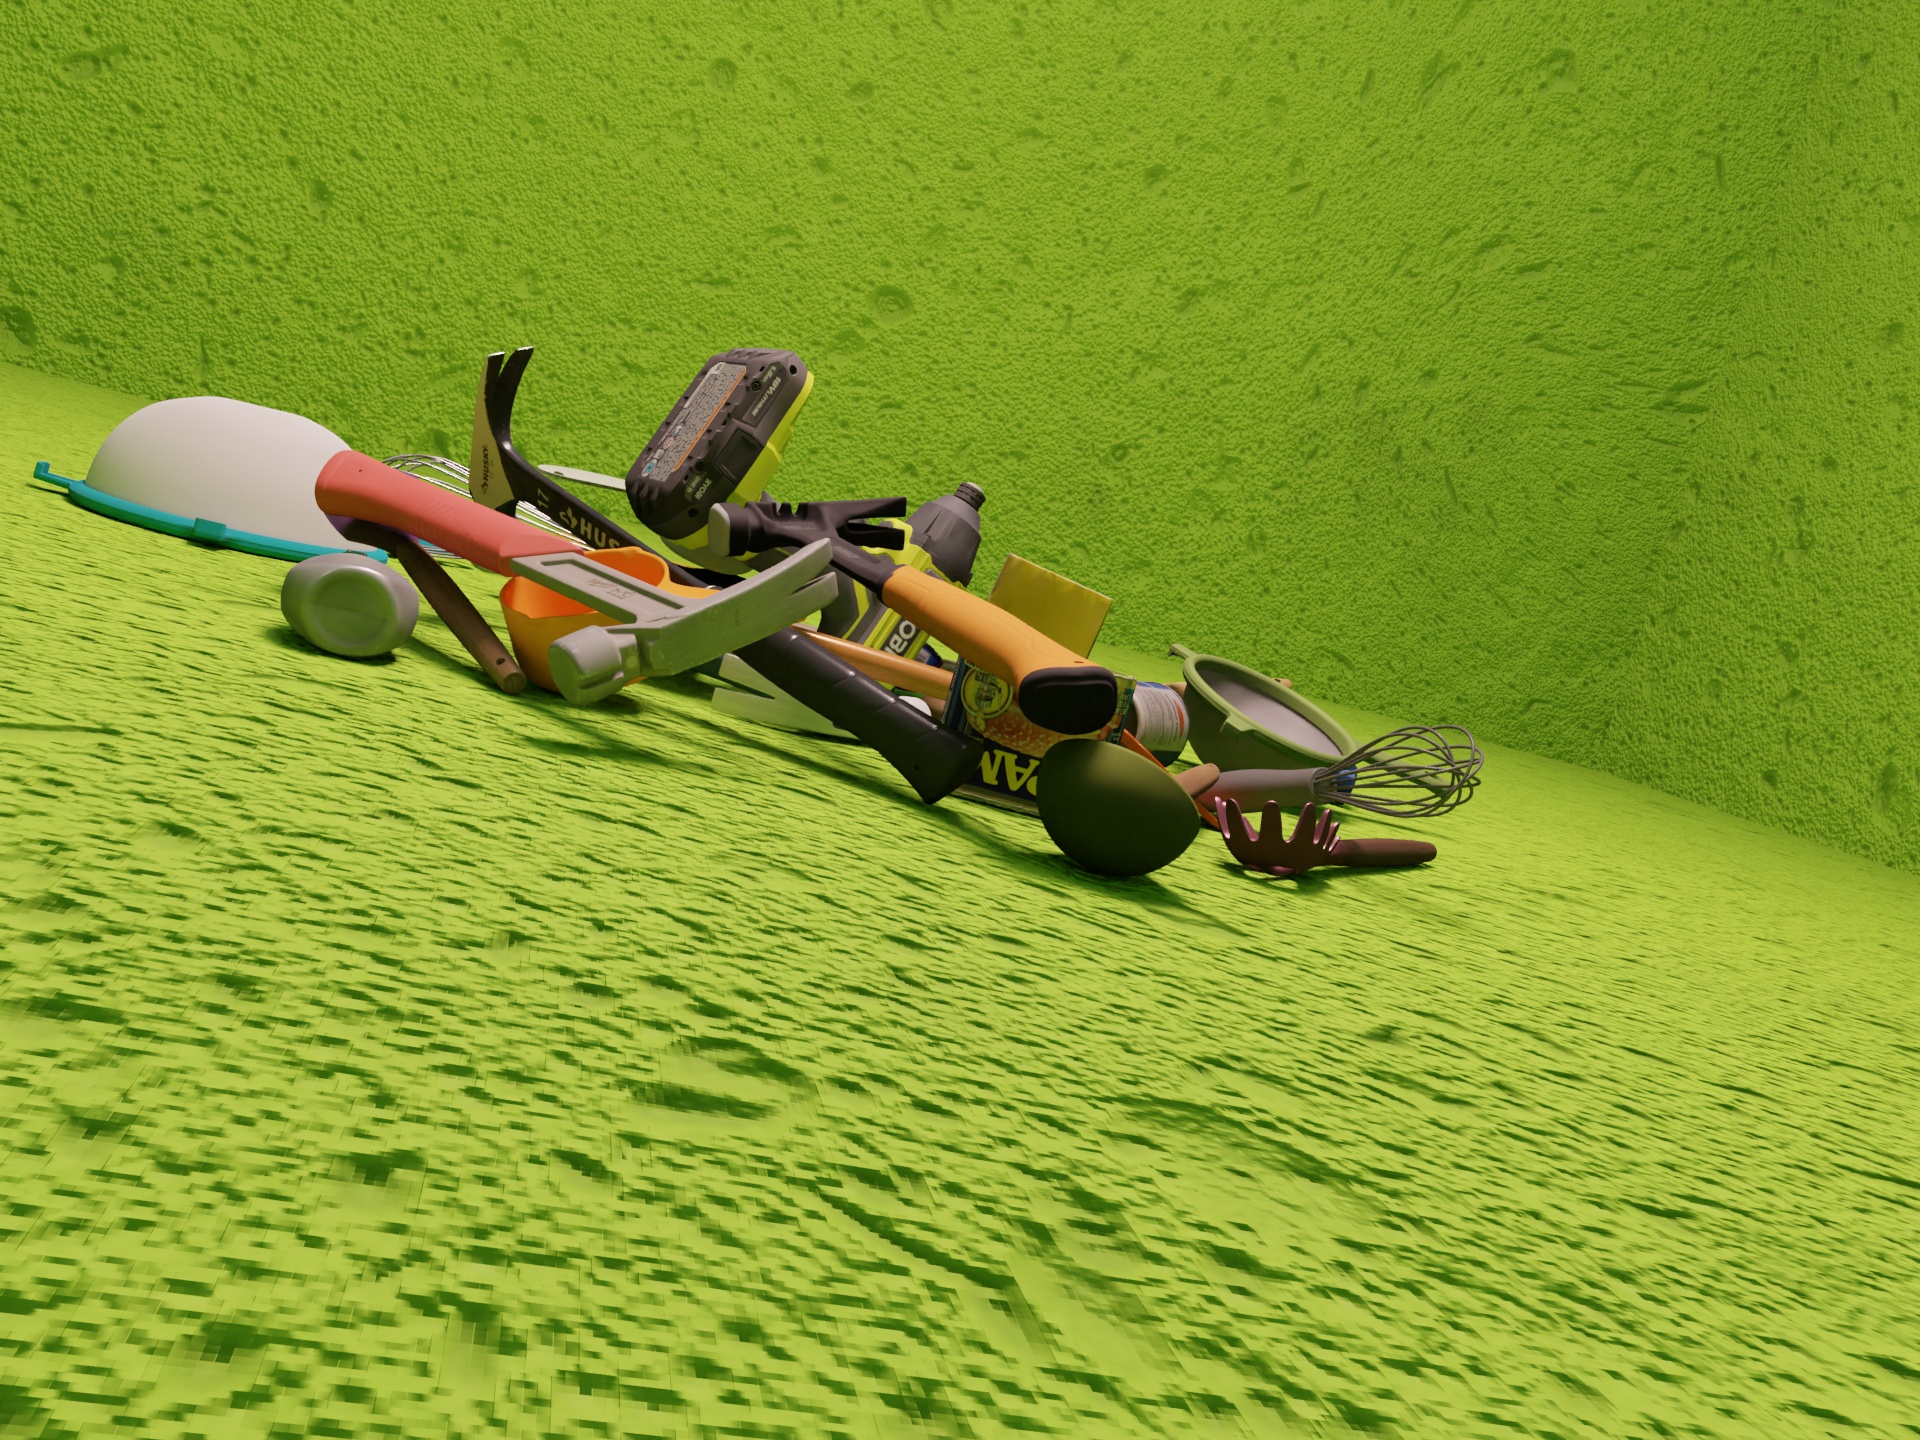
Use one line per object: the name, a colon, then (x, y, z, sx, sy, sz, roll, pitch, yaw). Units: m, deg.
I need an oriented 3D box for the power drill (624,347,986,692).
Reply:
power drill: (-0.088, -0.131, 1.028, 0.223, 0.171, 0.080, 40, -11, -36)

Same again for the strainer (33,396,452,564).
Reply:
strainer: (-0.478, -0.178, 1.188, 0.211, 0.095, 0.340, 18, 8, 26)

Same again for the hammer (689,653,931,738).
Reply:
hammer: (-0.179, -0.045, 1.018, 0.331, 0.033, 0.128, 20, 7, 38)

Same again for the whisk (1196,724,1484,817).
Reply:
whisk: (0.216, 0.036, 0.950, 0.055, 0.055, 0.239, 12, -11, -29)

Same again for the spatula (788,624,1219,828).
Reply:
spatula: (0.017, -0.003, 0.959, 0.322, 0.041, 0.081, 17, 12, -16)

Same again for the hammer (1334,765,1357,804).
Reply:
hammer: (0.133, -0.024, 1.322, 0.405, 0.035, 0.144, 22, 15, 3)

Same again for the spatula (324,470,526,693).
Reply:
spatula: (-0.301, -0.087, 0.895, 0.060, 0.018, 0.316, -30, 39, -18)

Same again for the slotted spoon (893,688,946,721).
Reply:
slotted spoon: (-0.002, -0.004, 1.103, 0.314, 0.031, 0.070, 19, 2, 20)

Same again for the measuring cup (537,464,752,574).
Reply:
measuring cup: (-0.204, -0.133, 1.050, 0.167, 0.038, 0.083, 10, 23, -35)

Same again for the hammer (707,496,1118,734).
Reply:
hammer: (-0.016, -0.064, 0.833, 0.127, 0.034, 0.337, -6, 23, -28)

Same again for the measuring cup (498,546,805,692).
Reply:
measuring cup: (-0.154, -0.044, 0.820, 0.174, 0.052, 0.095, 9, 31, 21)

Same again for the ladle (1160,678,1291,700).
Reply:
ladle: (0.135, -0.020, 1.250, 0.315, 0.031, 0.069, -4, 46, -28)

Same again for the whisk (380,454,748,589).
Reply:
whisk: (-0.261, -0.116, 1.068, 0.284, 0.070, 0.070, 17, 6, -11)

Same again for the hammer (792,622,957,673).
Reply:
hammer: (-0.018, -0.042, 1.355, 0.410, 0.038, 0.146, 13, 5, -23)

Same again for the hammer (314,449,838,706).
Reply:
hammer: (-0.230, -0.095, 0.832, 0.149, 0.036, 0.359, -28, 36, -36)

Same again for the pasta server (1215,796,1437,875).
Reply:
pasta server: (0.233, 0.071, 0.947, 0.060, 0.040, 0.316, 2, -3, 33)

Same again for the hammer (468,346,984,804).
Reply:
hammer: (-0.144, -0.072, 0.869, 0.409, 0.149, 0.036, 33, 40, 30)

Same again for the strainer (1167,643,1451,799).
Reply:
strainer: (0.270, 0.033, 1.237, 0.256, 0.069, 0.152, 22, 21, -21)

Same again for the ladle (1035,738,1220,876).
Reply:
ladle: (0.109, 0.032, 0.839, 0.078, 0.062, 0.320, 22, 10, 16)
